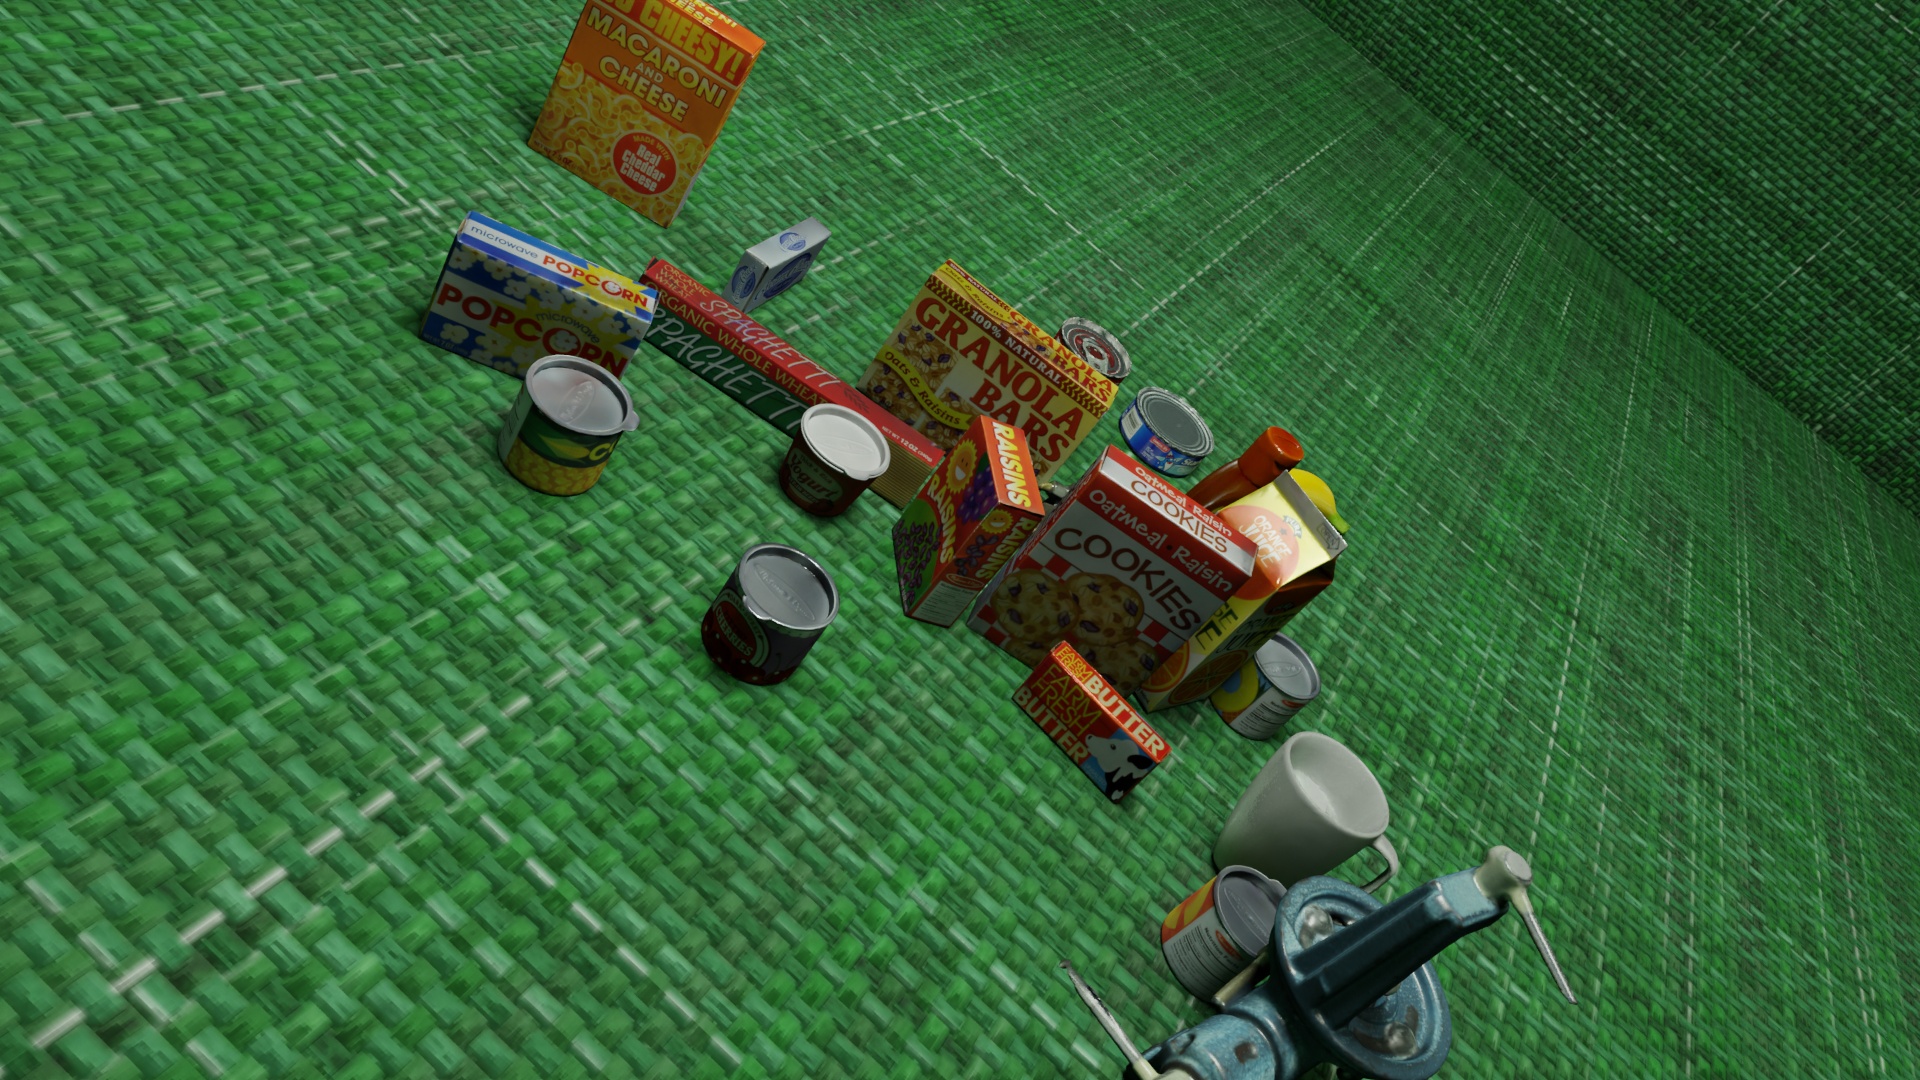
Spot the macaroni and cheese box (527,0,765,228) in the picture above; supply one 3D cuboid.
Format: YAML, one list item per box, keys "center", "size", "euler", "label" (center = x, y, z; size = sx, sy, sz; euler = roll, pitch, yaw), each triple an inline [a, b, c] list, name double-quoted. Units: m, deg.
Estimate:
- center: [-0.240, -0.339, 1.053]
  size: [0.124, 0.165, 0.040]
  euler: [30, 37, -12]
  label: "macaroni and cheese box"

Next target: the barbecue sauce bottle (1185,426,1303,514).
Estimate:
- center: [0.217, -0.031, 1.128]
  size: [0.065, 0.147, 0.044]
  euler: [20, 40, -24]
  label: "barbecue sauce bottle"

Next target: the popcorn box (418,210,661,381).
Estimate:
- center: [-0.268, -0.144, 0.886]
  size: [0.127, 0.084, 0.038]
  euler: [22, 39, -22]
  label: "popcorn box"

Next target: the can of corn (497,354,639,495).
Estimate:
- center: [-0.240, -0.069, 0.851]
  size: [0.071, 0.058, 0.071]
  euler: [23, 38, -20]
  label: "can of corn"

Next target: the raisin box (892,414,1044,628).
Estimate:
- center: [0.003, -0.012, 0.945]
  size: [0.040, 0.122, 0.086]
  euler: [18, 41, -27]
  label: "raisin box"

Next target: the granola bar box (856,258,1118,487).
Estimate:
- center: [0.020, -0.118, 1.073]
  size: [0.165, 0.123, 0.039]
  euler: [37, 36, -2]
  label: "granola bar box"

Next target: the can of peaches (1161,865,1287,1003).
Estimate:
- center: [0.169, 0.245, 0.865]
  size: [0.071, 0.057, 0.071]
  euler: [23, 38, -20]
  label: "can of peaches"

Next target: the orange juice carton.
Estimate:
- center: [0.193, 0.037, 0.996]
  size: [0.073, 0.191, 0.072]
  euler: [-5, 54, -44]
  label: "orange juice carton"

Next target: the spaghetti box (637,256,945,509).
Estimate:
- center: [-0.129, -0.112, 1.001]
  size: [0.250, 0.050, 0.029]
  euler: [34, 36, -7]
  label: "spaghetti box"

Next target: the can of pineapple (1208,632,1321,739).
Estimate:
- center: [0.232, 0.109, 1.067]
  size: [0.071, 0.057, 0.071]
  euler: [23, 38, -20]
  label: "can of pineapple"

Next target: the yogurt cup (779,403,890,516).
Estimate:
- center: [-0.091, -0.054, 0.968]
  size: [0.072, 0.053, 0.073]
  euler: [23, 38, -20]
  label: "yogurt cup"

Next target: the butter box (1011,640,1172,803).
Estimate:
- center: [0.087, 0.122, 0.932]
  size: [0.103, 0.053, 0.024]
  euler: [46, 36, 10]
  label: "butter box"

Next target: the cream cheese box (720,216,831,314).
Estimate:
- center: [-0.145, -0.218, 1.099]
  size: [0.024, 0.053, 0.104]
  euler: [40, 36, 1]
  label: "cream cheese box"

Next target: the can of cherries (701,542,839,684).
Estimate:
- center: [-0.117, 0.045, 0.835]
  size: [0.071, 0.058, 0.072]
  euler: [23, 38, -20]
  label: "can of cherries"

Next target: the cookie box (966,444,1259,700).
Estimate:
- center: [0.101, 0.030, 0.946]
  size: [0.123, 0.166, 0.040]
  euler: [34, 36, -7]
  label: "cookie box"
